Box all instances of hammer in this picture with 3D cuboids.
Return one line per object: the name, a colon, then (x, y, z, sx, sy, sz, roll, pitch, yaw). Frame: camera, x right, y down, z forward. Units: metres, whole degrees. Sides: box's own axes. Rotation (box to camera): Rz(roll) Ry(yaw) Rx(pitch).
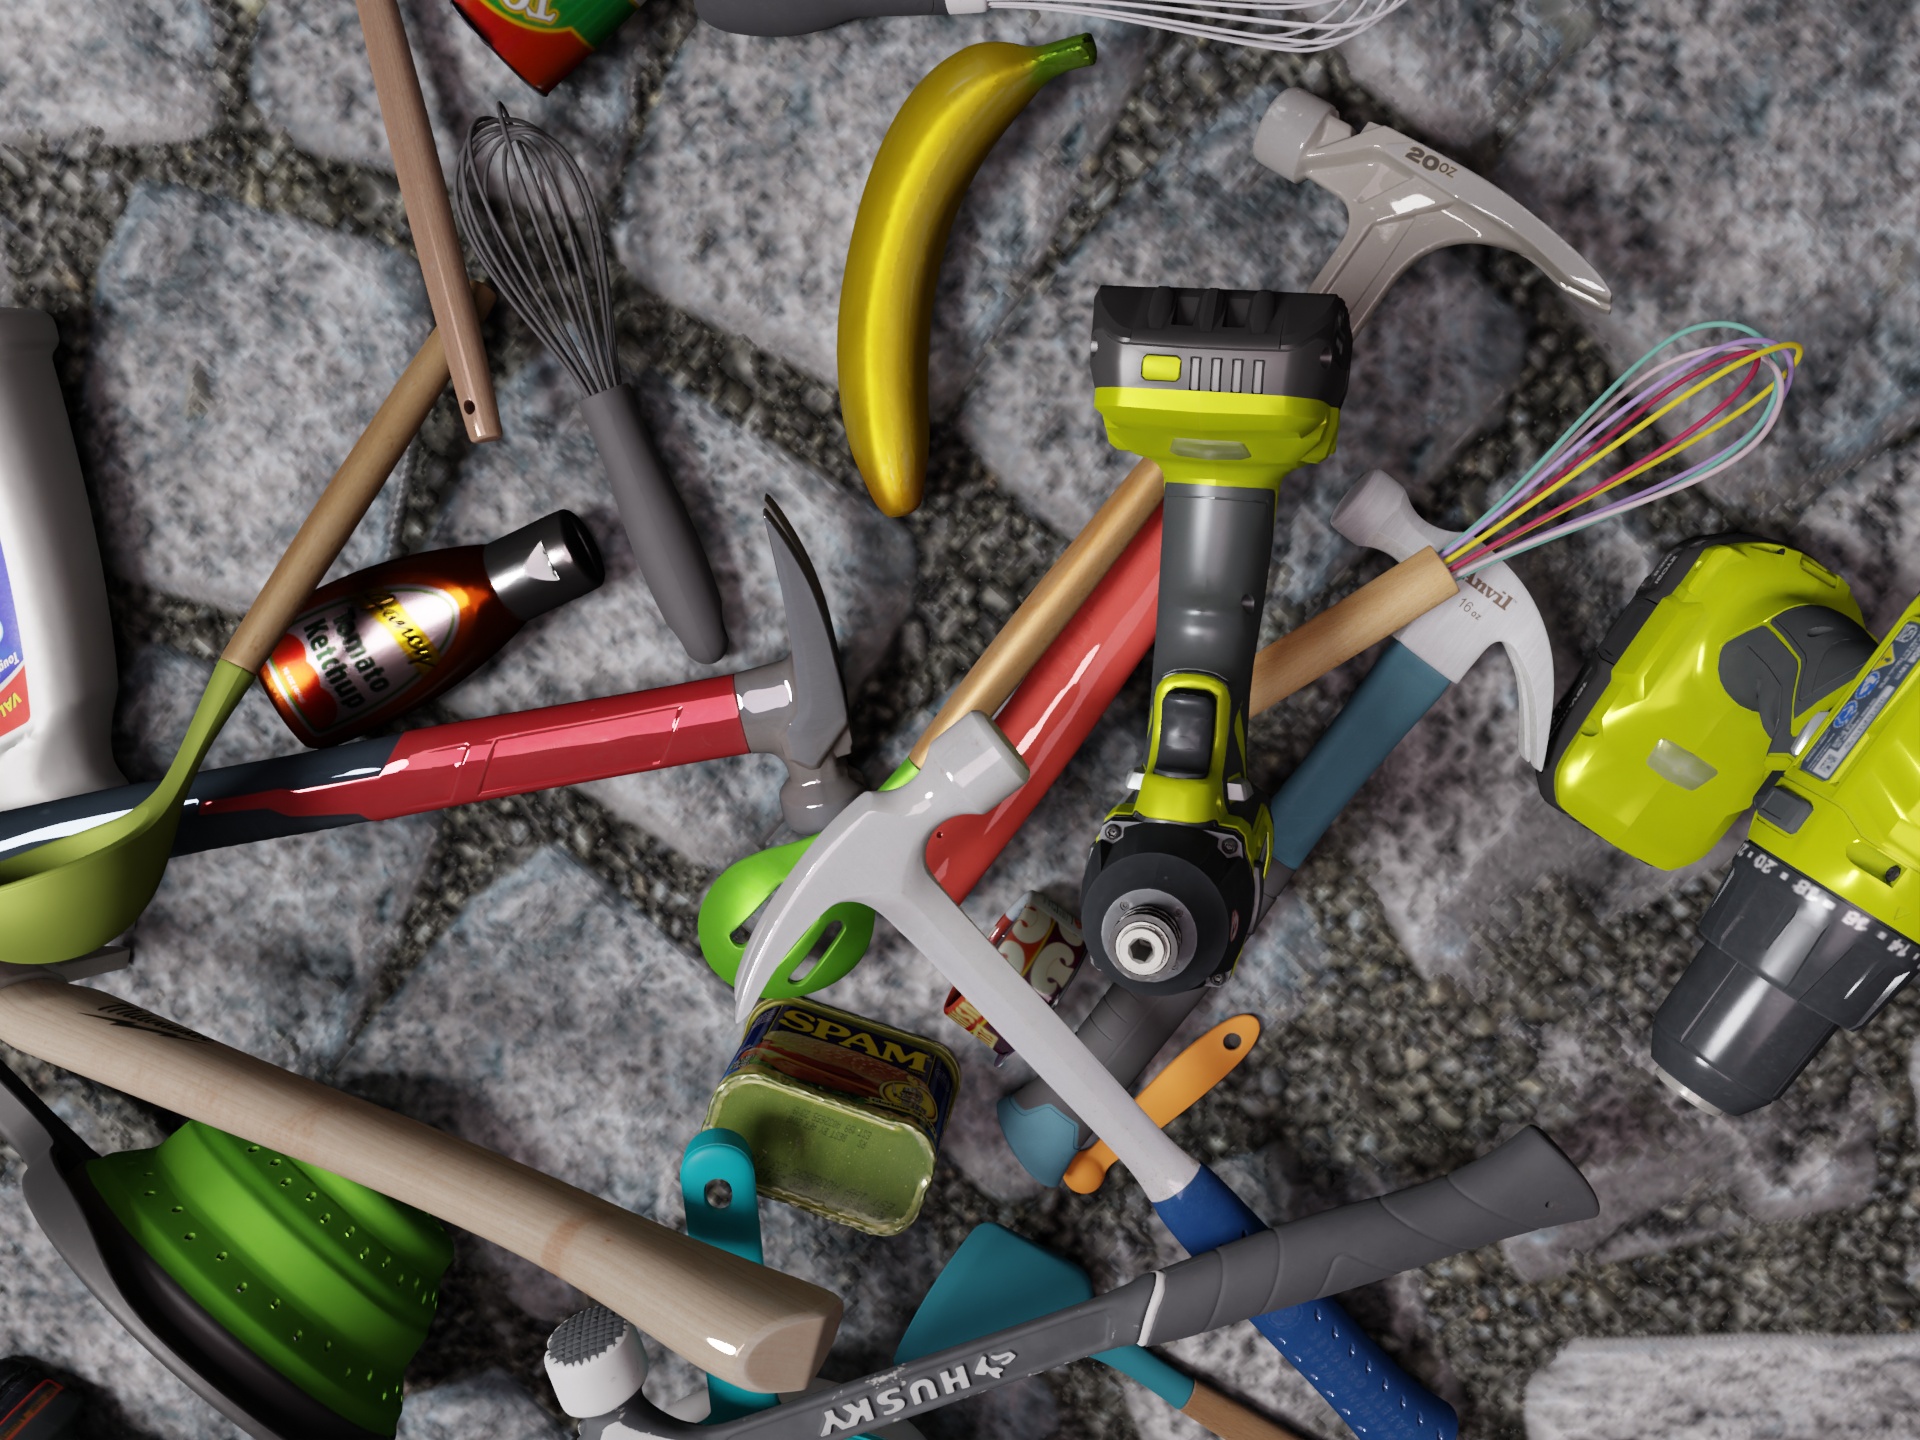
hammer: (0.076, 0.184, 0.650, 0.144, 0.035, 0.405, -39, 110, 6)
hammer: (-0.234, 0.160, 0.625, 0.411, 0.146, 0.038, 17, 99, 15)
hammer: (-0.240, 0.010, 0.656, 0.386, 0.038, 0.143, -10, 114, 0)
hammer: (0.089, -0.061, 0.638, 0.149, 0.036, 0.359, 39, 105, 17)
hammer: (0.057, 0.243, 0.627, 0.409, 0.036, 0.149, -17, 107, -3)
hammer: (0.122, 0.065, 0.675, 0.128, 0.033, 0.331, 36, 102, -1)

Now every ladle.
ladle: (-0.278, -0.050, 0.620, 0.062, 0.078, 0.320, 36, 73, -30)

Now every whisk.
whisk: (0.202, -0.072, 0.603, 0.245, 0.047, 0.051, -33, 96, 14)
whisk: (-0.145, -0.134, 0.654, 0.055, 0.055, 0.239, -19, 103, 8)
whisk: (0.034, -0.284, 0.605, 0.284, 0.070, 0.070, 1, 101, 10)

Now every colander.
colander: (-0.354, 0.181, 0.709, 0.397, 0.204, 0.094, 37, 68, 13)

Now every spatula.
spatula: (0.124, 0.325, 0.720, 0.317, 0.044, 0.082, 30, 99, -2)

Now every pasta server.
pasta server: (-0.231, -0.266, 0.628, 0.060, 0.040, 0.316, -12, 94, 23)

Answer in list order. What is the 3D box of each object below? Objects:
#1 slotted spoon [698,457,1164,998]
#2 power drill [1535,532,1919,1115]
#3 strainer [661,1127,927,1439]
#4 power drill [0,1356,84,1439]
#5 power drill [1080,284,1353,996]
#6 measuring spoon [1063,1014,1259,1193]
slotted spoon: (-0.001, -0.002, 0.638, 0.070, 0.031, 0.313, 36, 102, -14)
power drill: (0.280, 0.021, 0.551, 0.080, 0.228, 0.190, 31, 102, -1)
strainer: (-0.089, 0.312, 0.698, 0.211, 0.095, 0.340, -4, 108, -3)
power drill: (-0.406, 0.432, 0.774, 0.226, 0.080, 0.188, 24, 102, -3)
power drill: (0.080, -0.026, 0.534, 0.080, 0.171, 0.223, 6, 99, 14)
measuring spoon: (0.089, 0.172, 0.709, 0.021, 0.011, 0.117, 45, 101, -4)
